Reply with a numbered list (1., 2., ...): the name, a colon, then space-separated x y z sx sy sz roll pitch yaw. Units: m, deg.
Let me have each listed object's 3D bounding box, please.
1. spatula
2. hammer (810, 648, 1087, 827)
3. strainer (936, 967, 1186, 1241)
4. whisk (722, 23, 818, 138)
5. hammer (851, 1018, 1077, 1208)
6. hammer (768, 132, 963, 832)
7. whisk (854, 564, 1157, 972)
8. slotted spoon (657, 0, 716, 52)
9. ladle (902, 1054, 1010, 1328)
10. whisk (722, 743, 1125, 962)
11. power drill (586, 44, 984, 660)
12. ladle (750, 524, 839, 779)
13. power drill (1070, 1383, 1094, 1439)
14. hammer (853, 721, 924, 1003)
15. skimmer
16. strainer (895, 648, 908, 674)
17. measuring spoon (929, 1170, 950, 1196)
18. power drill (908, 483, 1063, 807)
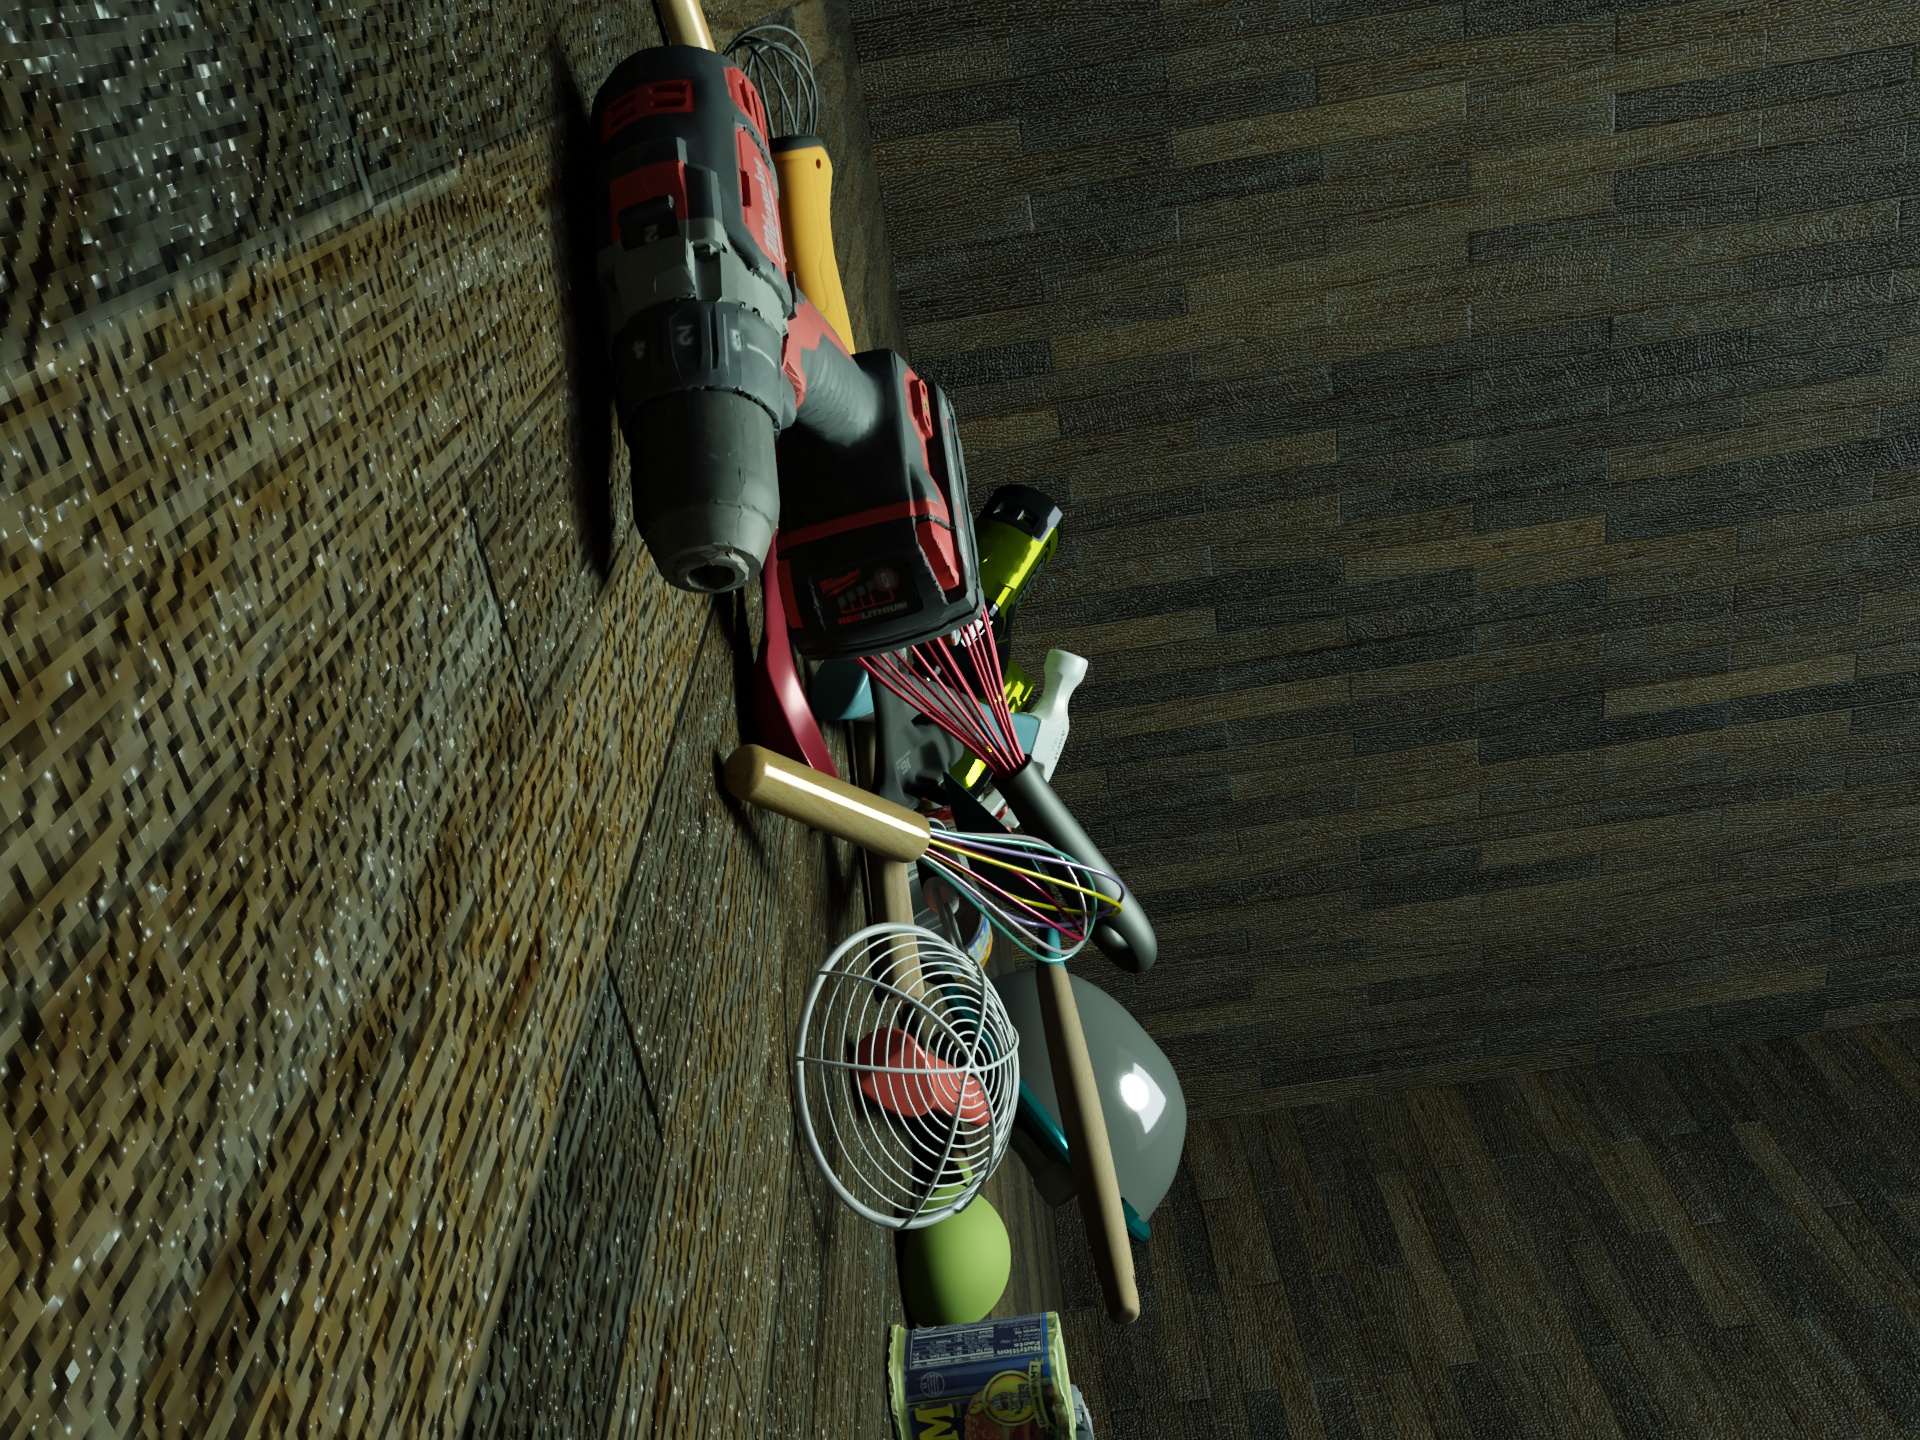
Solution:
1. spatula: 0.036 0.141 0.740 0.318 0.044 0.082 -101 177 -54
2. hammer: -0.002 -0.003 0.997 0.330 0.033 0.128 15 92 -65
3. strainer: 0.103 0.260 1.144 0.211 0.095 0.340 50 -1 21
4. whisk: -0.101 -0.304 0.927 0.238 0.055 0.055 86 -4 -65
5. hammer: -0.005 0.219 0.960 0.149 0.037 0.358 50 -2 23
6. hammer: -0.059 -0.112 0.787 0.127 0.034 0.336 -42 127 -60
7. whisk: 0.014 0.008 0.753 0.295 0.073 0.073 56 11 -18
8. slotted spoon: -0.104 -0.251 0.785 0.070 0.031 0.313 36 -24 36
9. ladle: -0.015 0.279 1.009 0.320 0.062 0.078 -121 -158 -79
10. whisk: -0.010 0.057 0.672 0.244 0.051 0.047 27 4 -46
11. power drill: -0.061 -0.098 0.569 0.226 0.080 0.188 52 27 -63
12. ladle: -0.090 -0.108 0.709 0.069 0.031 0.316 59 20 -71
13. power drill: 0.048 0.543 0.999 0.185 0.084 0.226 75 11 -56
14. hammer: -0.055 0.014 1.009 0.130 0.031 0.331 73 9 -70
15. skimmer: -0.031 0.121 0.805 0.127 0.090 0.363 61 2 -13
16. strainer: -0.052 -0.057 1.226 0.087 0.050 0.258 35 -27 23
17. measuring spoon: -0.019 0.321 1.007 0.124 0.018 0.034 -44 133 -79
18. power drill: 0.004 -0.040 1.142 0.171 0.080 0.223 -58 167 -33
